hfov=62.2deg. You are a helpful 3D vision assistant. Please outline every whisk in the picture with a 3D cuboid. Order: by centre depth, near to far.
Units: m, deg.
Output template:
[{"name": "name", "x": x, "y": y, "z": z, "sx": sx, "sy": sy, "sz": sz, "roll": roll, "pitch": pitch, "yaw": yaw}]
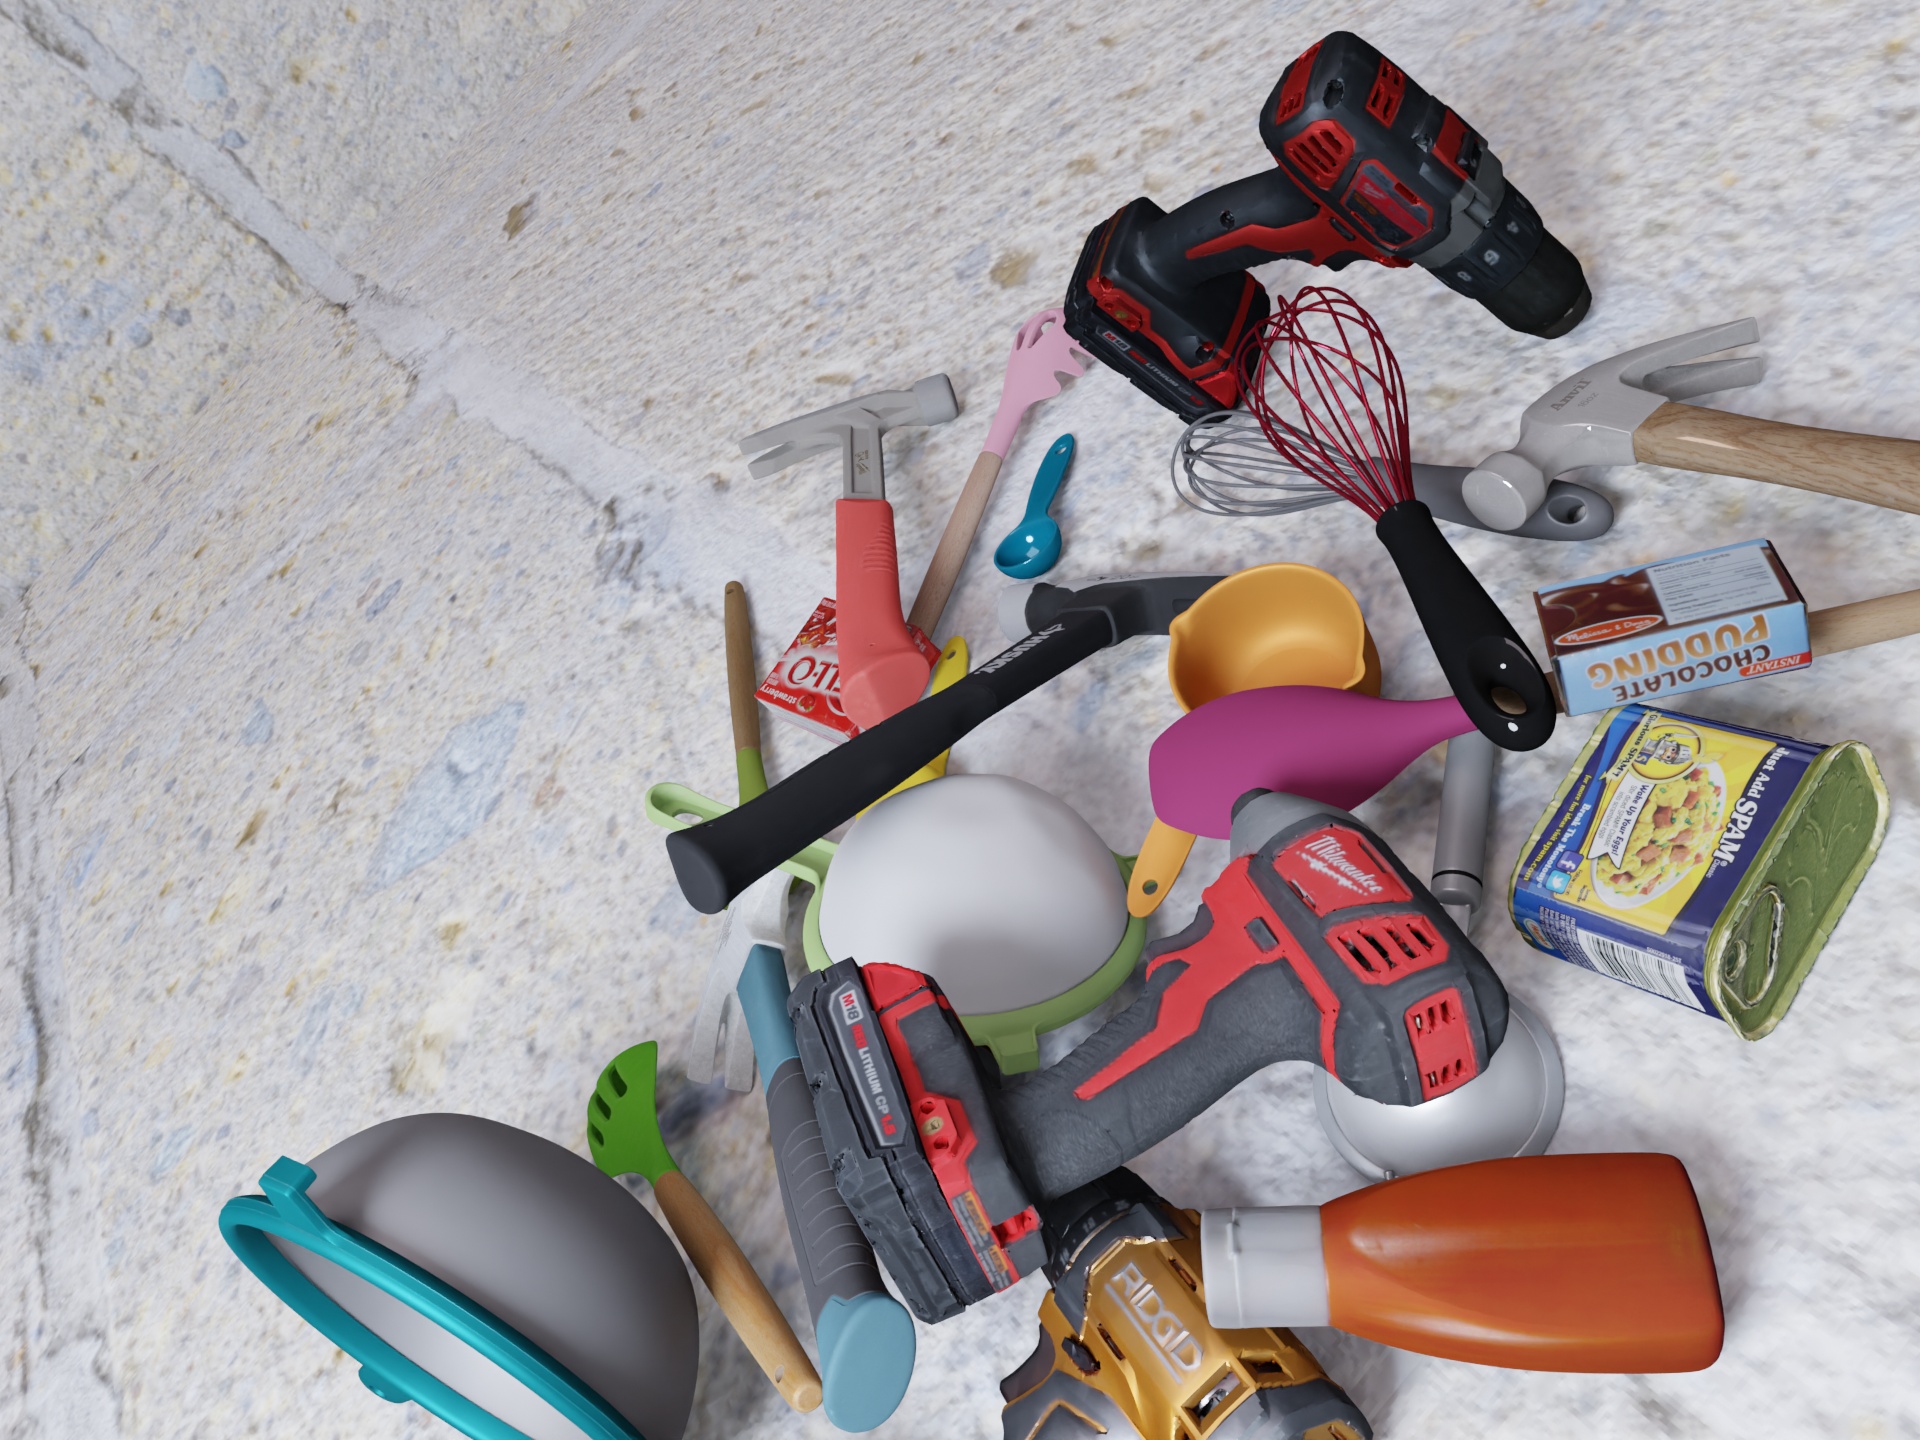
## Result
[{"name": "whisk", "x": 0.181, "y": -0.096, "z": 0.674, "sx": 0.073, "sy": 0.073, "sz": 0.296, "roll": -31, "pitch": 44, "yaw": 17}, {"name": "whisk", "x": 0.195, "y": -0.111, "z": 0.758, "sx": 0.239, "sy": 0.055, "sz": 0.055, "roll": 19, "pitch": 70, "yaw": 45}]

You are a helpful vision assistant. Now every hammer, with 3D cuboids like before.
[{"name": "hammer", "x": 0.359, "y": -0.088, "z": 0.577, "sx": 0.130, "sy": 0.031, "sz": 0.332, "roll": -41, "pitch": 39, "yaw": -21}, {"name": "hammer", "x": -0.070, "y": 0.161, "z": 0.674, "sx": 0.128, "sy": 0.033, "sz": 0.331, "roll": -67, "pitch": 21, "yaw": 14}, {"name": "hammer", "x": -0.001, "y": -0.002, "z": 0.702, "sx": 0.146, "sy": 0.035, "sz": 0.335, "roll": 0, "pitch": 21, "yaw": 38}, {"name": "hammer", "x": -0.064, "y": -0.105, "z": 0.926, "sx": 0.149, "sy": 0.036, "sz": 0.359, "roll": -18, "pitch": 33, "yaw": 7}]

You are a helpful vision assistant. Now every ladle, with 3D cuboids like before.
[{"name": "ladle", "x": -0.133, "y": -0.003, "z": 0.952, "sx": 0.078, "sy": 0.062, "sz": 0.321, "roll": -21, "pitch": 38, "yaw": 5}]

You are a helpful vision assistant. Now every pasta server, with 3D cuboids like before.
[{"name": "pasta server", "x": 0.014, "y": -0.132, "z": 0.961, "sx": 0.060, "sy": 0.040, "sz": 0.316, "roll": 0, "pitch": 60, "yaw": 43}]

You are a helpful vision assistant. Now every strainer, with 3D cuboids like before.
[{"name": "strainer", "x": 0.185, "y": 0.071, "z": 0.601, "sx": 0.087, "sy": 0.050, "sz": 0.259, "roll": 1, "pitch": 51, "yaw": 24}, {"name": "strainer", "x": -0.208, "y": 0.248, "z": 0.693, "sx": 0.095, "sy": 0.211, "sz": 0.340, "roll": -56, "pitch": 7, "yaw": -34}, {"name": "strainer", "x": -0.041, "y": 0.050, "z": 0.704, "sx": 0.256, "sy": 0.069, "sz": 0.151, "roll": 16, "pitch": 38, "yaw": 26}]

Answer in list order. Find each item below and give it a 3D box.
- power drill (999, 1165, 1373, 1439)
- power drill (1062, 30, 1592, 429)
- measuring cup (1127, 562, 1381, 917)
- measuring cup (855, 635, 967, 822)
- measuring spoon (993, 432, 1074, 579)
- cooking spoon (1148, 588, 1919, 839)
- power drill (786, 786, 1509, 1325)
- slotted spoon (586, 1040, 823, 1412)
[{"name": "power drill", "x": 0.008, "y": 0.257, "z": 0.561, "sx": 0.226, "sy": 0.084, "sz": 0.186, "roll": -43, "pitch": 35, "yaw": -4}, {"name": "power drill", "x": 0.180, "y": -0.226, "z": 0.802, "sx": 0.227, "sy": 0.187, "sz": 0.080, "roll": -18, "pitch": 47, "yaw": 57}, {"name": "measuring cup", "x": 0.122, "y": 0.016, "z": 0.695, "sx": 0.095, "sy": 0.052, "sz": 0.174, "roll": 18, "pitch": 74, "yaw": 37}, {"name": "measuring cup", "x": -0.021, "y": 0.009, "z": 0.855, "sx": 0.062, "sy": 0.029, "sz": 0.157, "roll": -16, "pitch": 46, "yaw": 32}, {"name": "measuring spoon", "x": 0.052, "y": -0.124, "z": 0.928, "sx": 0.042, "sy": 0.021, "sz": 0.129, "roll": -16, "pitch": 37, "yaw": 33}, {"name": "cooking spoon", "x": 0.224, "y": -0.010, "z": 0.612, "sx": 0.319, "sy": 0.017, "sz": 0.069, "roll": -14, "pitch": 59, "yaw": 20}, {"name": "power drill", "x": 0.059, "y": 0.101, "z": 0.554, "sx": 0.219, "sy": 0.078, "sz": 0.143, "roll": -24, "pitch": 34, "yaw": -2}, {"name": "slotted spoon", "x": -0.120, "y": 0.213, "z": 0.698, "sx": 0.314, "sy": 0.031, "sz": 0.070, "roll": 20, "pitch": 88, "yaw": 63}]
